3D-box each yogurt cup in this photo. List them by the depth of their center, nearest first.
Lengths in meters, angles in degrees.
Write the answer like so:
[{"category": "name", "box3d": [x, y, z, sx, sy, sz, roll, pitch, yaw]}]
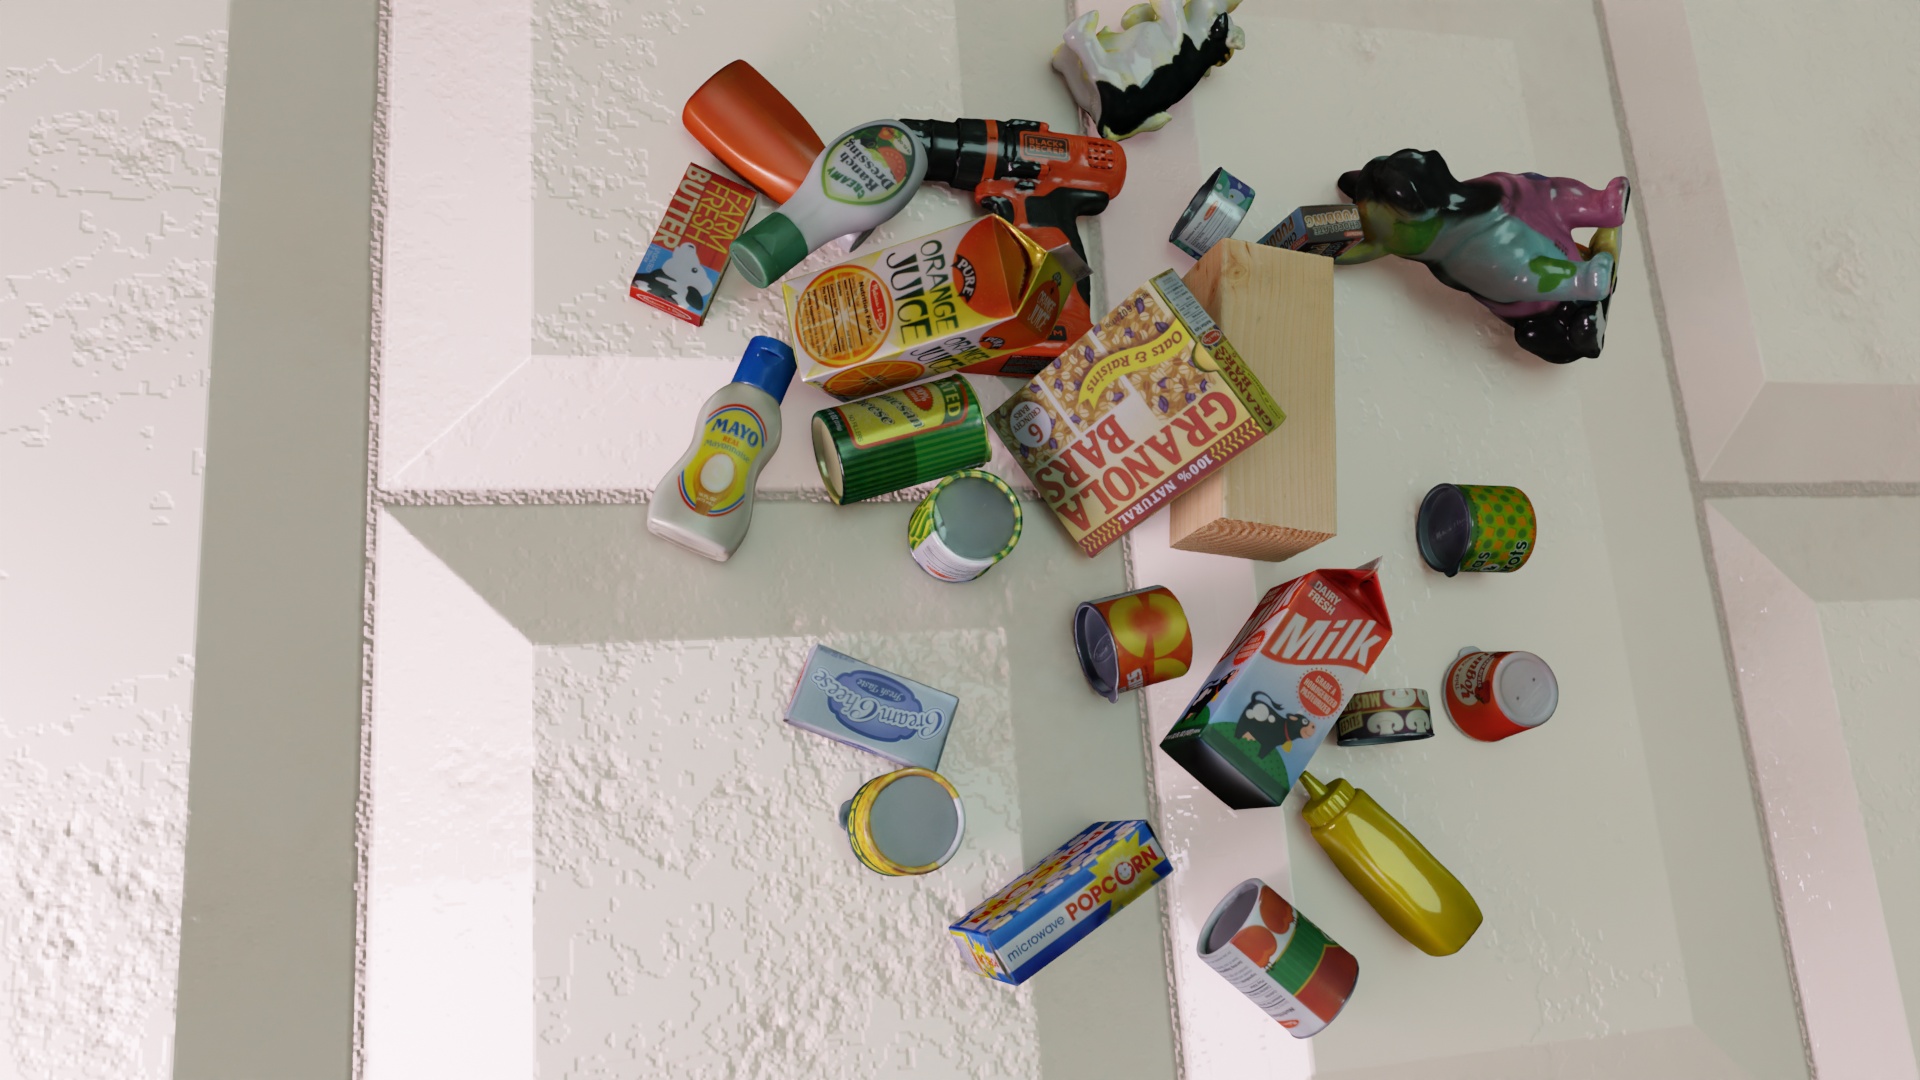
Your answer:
[{"category": "yogurt cup", "box3d": [0.394, 0.111, 1.009, 0.072, 0.053, 0.072, 3, 76, -14]}]

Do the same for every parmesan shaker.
[{"category": "parmesan shaker", "box3d": [-0.040, -0.066, 0.927, 0.103, 0.071, 0.071, -17, 81, -19]}]

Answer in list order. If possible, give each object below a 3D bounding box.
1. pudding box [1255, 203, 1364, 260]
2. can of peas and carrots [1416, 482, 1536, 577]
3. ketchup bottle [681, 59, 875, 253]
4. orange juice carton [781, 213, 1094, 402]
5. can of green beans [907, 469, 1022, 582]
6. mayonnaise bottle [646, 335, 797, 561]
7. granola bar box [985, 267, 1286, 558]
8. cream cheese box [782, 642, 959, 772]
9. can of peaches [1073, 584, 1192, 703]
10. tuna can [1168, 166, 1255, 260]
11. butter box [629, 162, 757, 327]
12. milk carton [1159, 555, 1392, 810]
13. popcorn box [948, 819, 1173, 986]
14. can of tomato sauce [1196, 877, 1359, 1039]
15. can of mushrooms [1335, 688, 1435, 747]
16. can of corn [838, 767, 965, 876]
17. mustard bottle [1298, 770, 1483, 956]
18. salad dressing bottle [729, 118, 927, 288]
[{"category": "pudding box", "box3d": [0.258, -0.222, 1.042, 0.050, 0.083, 0.030, -8, 82, -17]}, {"category": "can of peas and carrots", "box3d": [0.382, -0.007, 1.028, 0.059, 0.070, 0.071, 1, 76, -15]}, {"category": "ketchup bottle", "box3d": [-0.121, -0.265, 0.971, 0.149, 0.043, 0.065, 43, 69, -2]}, {"category": "orange juice carton", "box3d": [-0.012, -0.156, 0.910, 0.192, 0.072, 0.073, -15, 79, 16]}, {"category": "can of green beans", "box3d": [0.003, -0.009, 0.931, 0.071, 0.057, 0.071, 4, 75, -14]}, {"category": "mayonnaise bottle", "box3d": [-0.150, -0.064, 0.912, 0.065, 0.041, 0.148, 23, 72, -7]}, {"category": "granola bar box", "box3d": [0.112, -0.081, 0.925, 0.124, 0.165, 0.039, 53, 38, 2]}, {"category": "cream cheese box", "box3d": [-0.057, 0.110, 0.902, 0.104, 0.024, 0.053, 22, 72, -9]}, {"category": "can of peaches", "box3d": [0.117, 0.069, 0.937, 0.058, 0.071, 0.071, -13, 80, -18]}, {"category": "tuna can", "box3d": [0.188, -0.243, 1.039, 0.033, 0.071, 0.071, 33, 70, -6]}, {"category": "butter box", "box3d": [-0.182, -0.202, 0.949, 0.053, 0.024, 0.104, 23, 72, -9]}, {"category": "milk carton", "box3d": [0.228, 0.088, 0.960, 0.073, 0.072, 0.191, 40, 70, -2]}, {"category": "popcorn box", "box3d": [0.062, 0.225, 0.873, 0.127, 0.085, 0.038, -31, 87, -20]}, {"category": "can of tomato sauce", "box3d": [0.208, 0.271, 0.911, 0.083, 0.071, 0.071, 40, 70, -2]}, {"category": "can of mushrooms", "box3d": [0.293, 0.124, 0.971, 0.071, 0.071, 0.033, 0, 76, -15]}, {"category": "can of corn", "box3d": [-0.037, 0.177, 0.873, 0.071, 0.058, 0.071, 4, 75, -14]}, {"category": "mustard bottle", "box3d": [0.282, 0.211, 0.949, 0.049, 0.065, 0.160, -42, 86, -16]}, {"category": "salad dressing bottle", "box3d": [-0.087, -0.223, 0.923, 0.064, 0.044, 0.148, 46, 68, 2]}]
